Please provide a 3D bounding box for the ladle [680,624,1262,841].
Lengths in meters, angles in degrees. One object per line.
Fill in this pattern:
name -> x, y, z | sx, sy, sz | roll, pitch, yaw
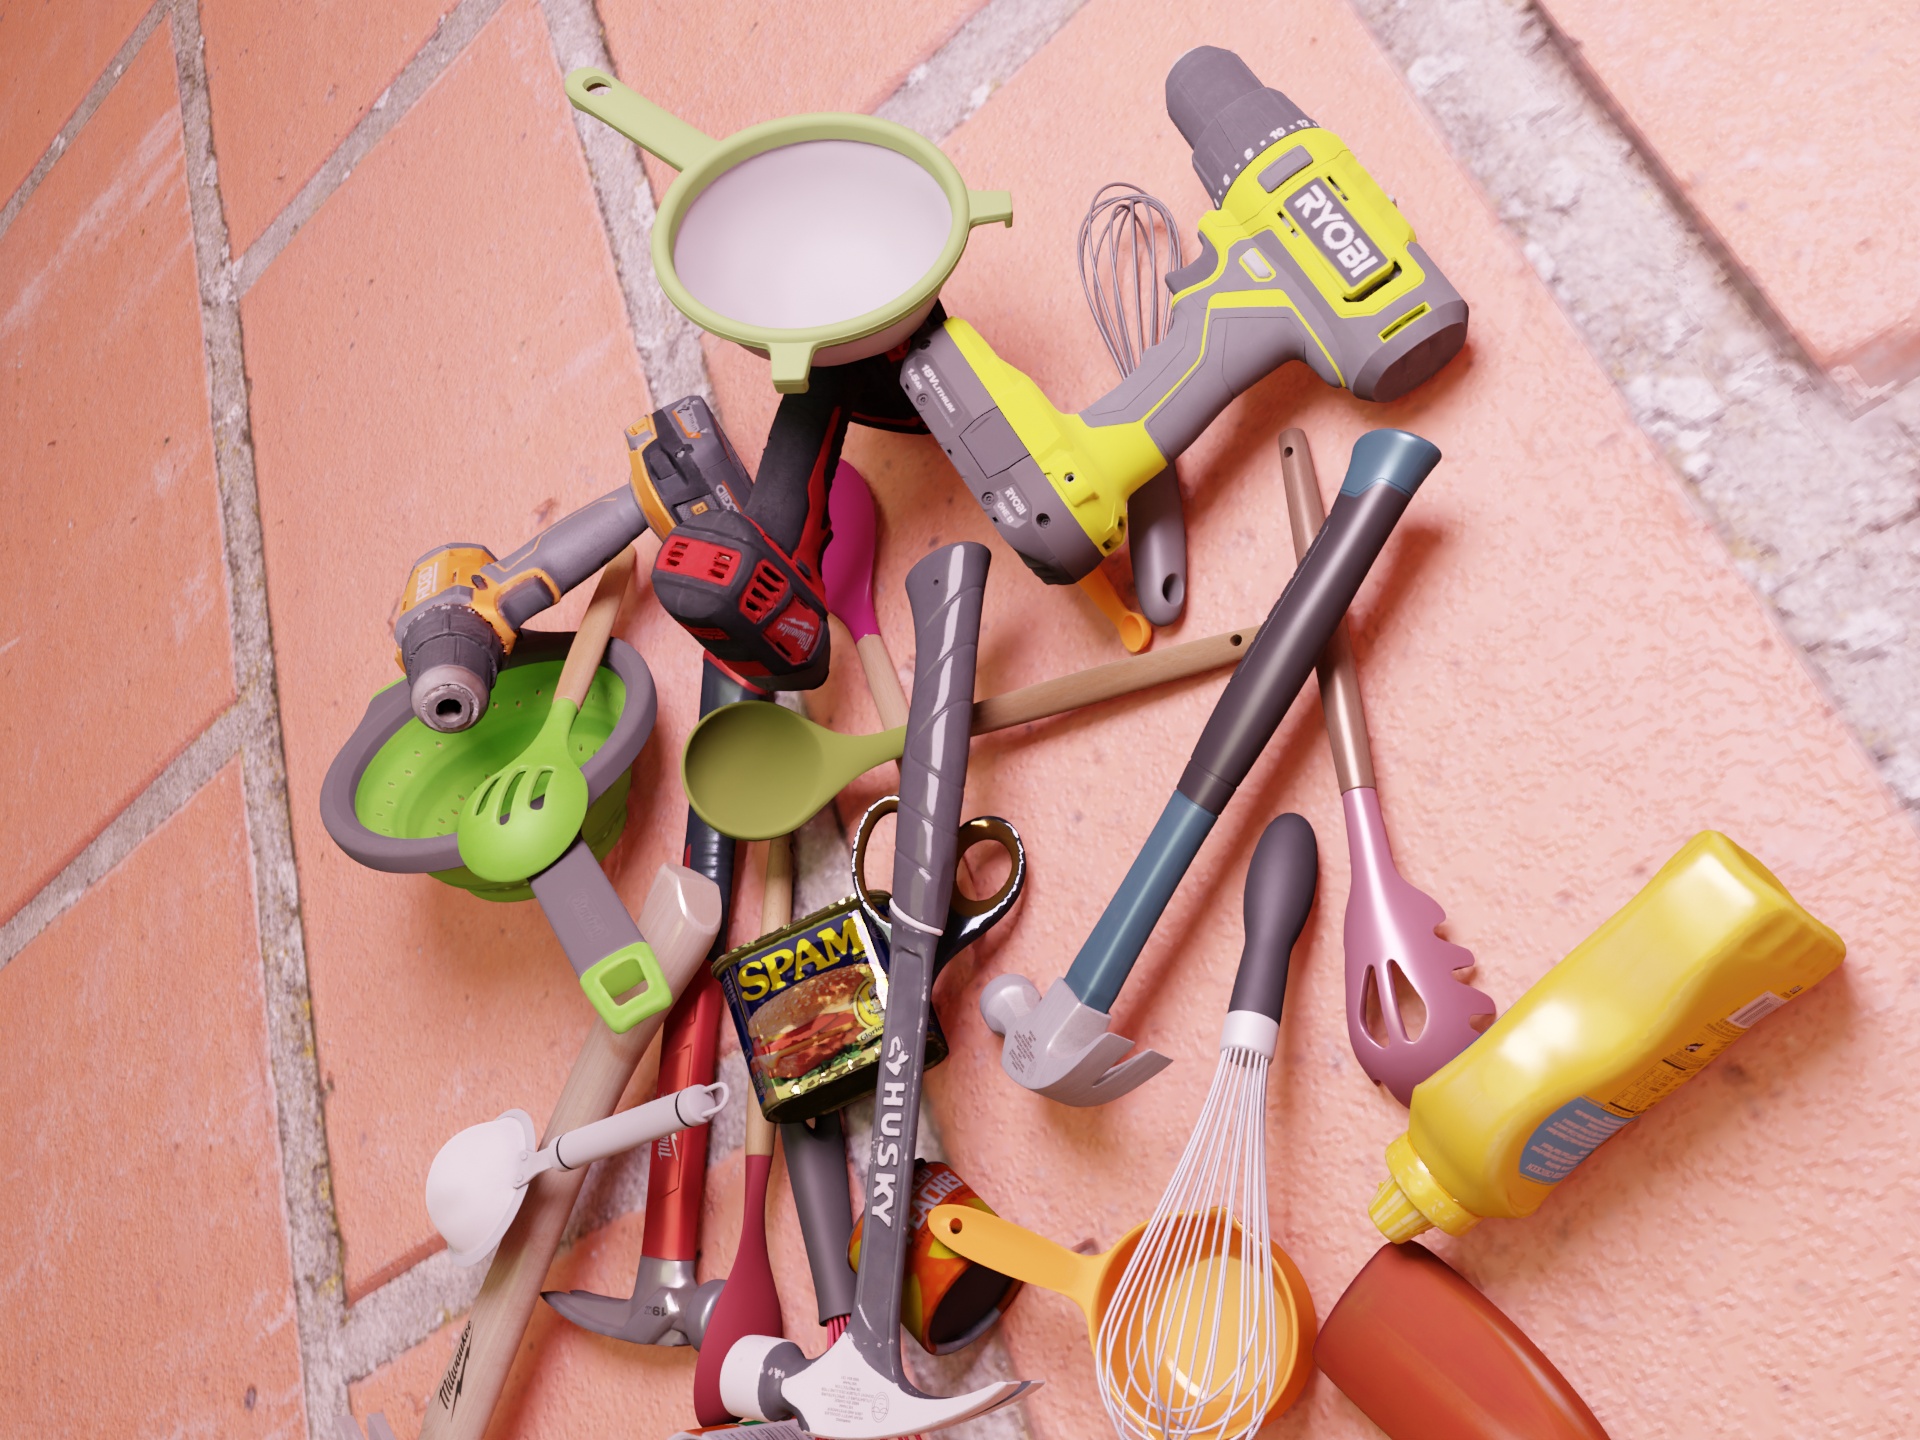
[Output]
ladle -> -0.001, -0.003, 0.798 | 0.320, 0.062, 0.078 | -16, 68, 25

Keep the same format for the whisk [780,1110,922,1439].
whisk -> -0.053, 0.308, 0.765 | 0.073, 0.073, 0.296 | -32, 54, 26

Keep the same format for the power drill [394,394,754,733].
power drill -> -0.224, -0.086, 0.918 | 0.226, 0.084, 0.186 | -30, 30, 1

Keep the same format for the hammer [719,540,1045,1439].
hammer -> -0.019, 0.109, 0.727 | 0.149, 0.036, 0.409 | -6, 69, 33

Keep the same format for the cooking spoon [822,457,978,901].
cooking spoon -> -0.043, -0.023, 0.878 | 0.069, 0.017, 0.319 | -31, 59, 18

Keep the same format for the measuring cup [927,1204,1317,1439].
measuring cup -> 0.068, 0.242, 0.678 | 0.174, 0.052, 0.095 | 11, 76, 33

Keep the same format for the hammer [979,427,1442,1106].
hammer -> 0.110, 0.023, 0.696 | 0.331, 0.033, 0.128 | -61, 21, 8

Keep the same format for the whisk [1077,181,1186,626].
whisk -> 0.091, -0.162, 0.799 | 0.055, 0.055, 0.239 | -14, 72, 35

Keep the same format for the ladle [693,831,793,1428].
ladle -> -0.105, 0.205, 0.842 | 0.031, 0.069, 0.316 | -6, 66, 19

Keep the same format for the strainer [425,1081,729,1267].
strainer -> -0.211, 0.225, 0.828 | 0.258, 0.050, 0.087 | -26, 44, 31

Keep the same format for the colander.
colander -> -0.229, 0.076, 0.896 | 0.204, 0.094, 0.398 | -29, 37, -15

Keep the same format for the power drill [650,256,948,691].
power drill -> -0.074, -0.123, 0.847 | 0.078, 0.143, 0.220 | 15, 74, 26

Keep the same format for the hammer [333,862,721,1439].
hammer -> -0.237, 0.268, 0.888 | 0.146, 0.038, 0.410 | 27, 95, 44

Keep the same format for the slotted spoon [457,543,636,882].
slotted spoon -> -0.225, -0.022, 0.921 | 0.070, 0.031, 0.314 | -7, 35, 7

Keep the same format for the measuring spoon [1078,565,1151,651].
measuring spoon -> 0.067, -0.078, 0.814 | 0.117, 0.011, 0.021 | 59, 145, 36

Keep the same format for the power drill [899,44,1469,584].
power drill -> 0.091, -0.189, 0.742 | 0.228, 0.080, 0.191 | -35, 73, 9

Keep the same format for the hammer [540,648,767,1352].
hammer -> -0.161, 0.148, 0.908 | 0.143, 0.038, 0.386 | -7, 72, 38

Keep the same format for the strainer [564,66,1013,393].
strainer -> -0.106, -0.247, 0.789 | 0.256, 0.069, 0.151 | 38, 70, 25

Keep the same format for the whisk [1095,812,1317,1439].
whisk -> 0.109, 0.158, 0.637 | 0.070, 0.070, 0.285 | -8, 49, 36

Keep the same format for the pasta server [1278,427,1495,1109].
pasta server -> 0.173, 0.009, 0.698 | 0.060, 0.040, 0.316 | -21, 61, 32
